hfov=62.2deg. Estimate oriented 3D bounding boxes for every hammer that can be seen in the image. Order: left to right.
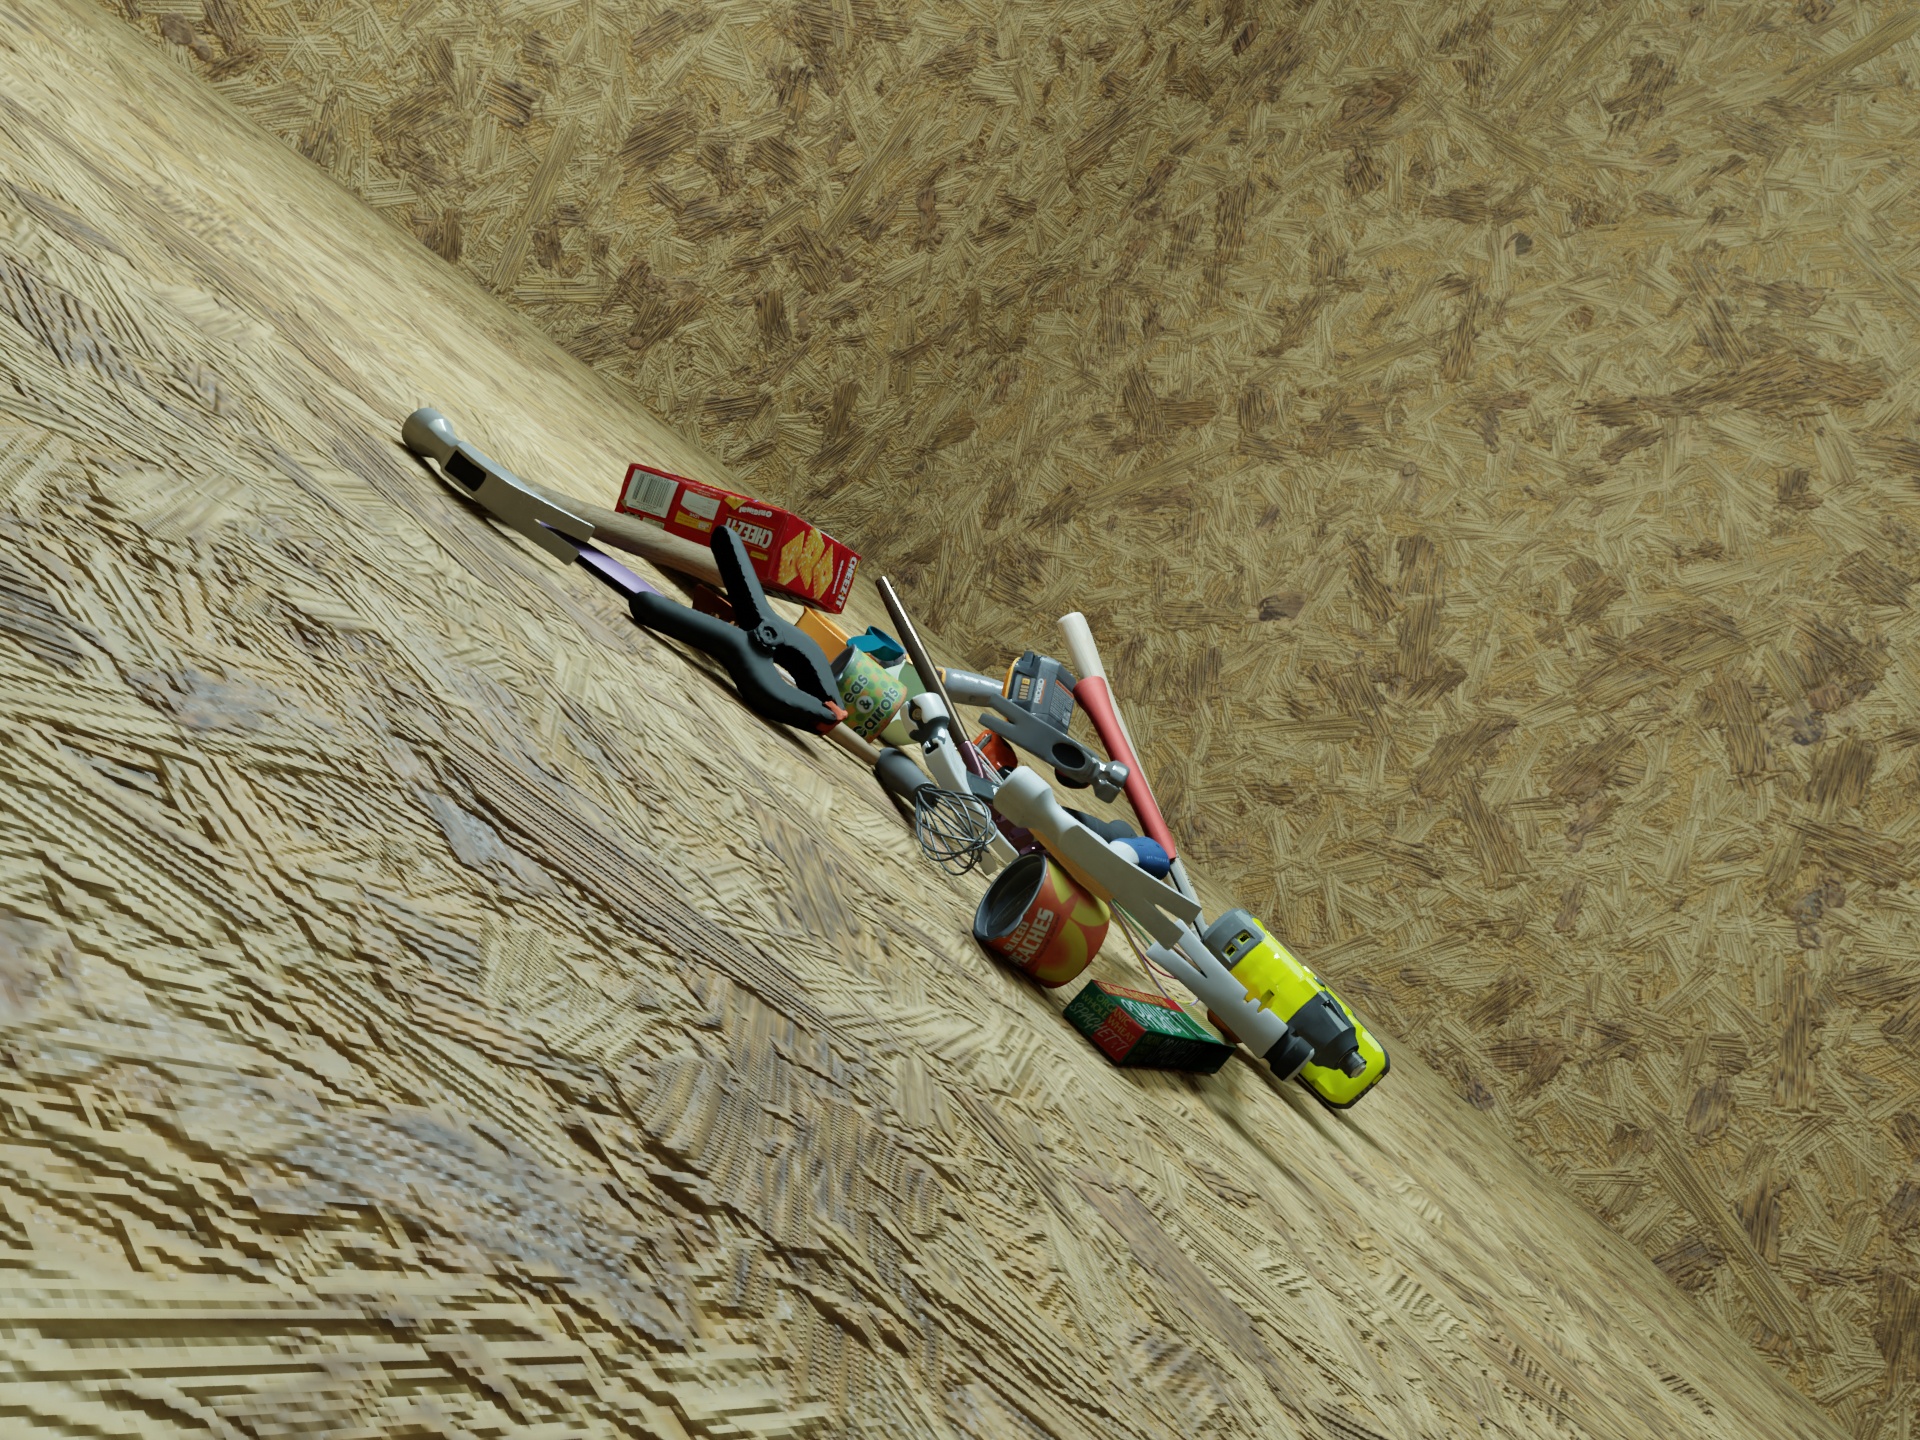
[{"bbox_3d":[-0.256,-0.141,1.169,0.130,0.031,0.331,39,9,21],"label":"hammer"},{"bbox_3d":[0.078,0.085,1.393,0.408,0.036,0.149,25,35,-61],"label":"hammer"},{"bbox_3d":[0.095,0.035,1.606,0.143,0.038,0.386,31,-1,5],"label":"hammer"},{"bbox_3d":[0.122,0.103,1.167,0.144,0.035,0.405,39,3,13],"label":"hammer"},{"bbox_3d":[0.190,0.072,1.703,0.146,0.038,0.411,31,37,-75],"label":"hammer"},{"bbox_3d":[0.190,0.099,1.577,0.149,0.036,0.359,68,0,-59],"label":"hammer"},{"bbox_3d":[0.203,0.219,1.221,0.127,0.034,0.336,44,-3,14],"label":"hammer"}]

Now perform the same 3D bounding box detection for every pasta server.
[{"bbox_3d":[-0.002,-0.005,1.462,0.316,0.040,0.060,63,18,19],"label":"pasta server"}]

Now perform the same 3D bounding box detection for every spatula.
[{"bbox_3d":[-0.185,-0.058,1.202,0.315,0.018,0.060,37,6,-20],"label":"spatula"},{"bbox_3d":[-0.191,-0.090,1.327,0.081,0.041,0.323,37,4,-12],"label":"spatula"}]

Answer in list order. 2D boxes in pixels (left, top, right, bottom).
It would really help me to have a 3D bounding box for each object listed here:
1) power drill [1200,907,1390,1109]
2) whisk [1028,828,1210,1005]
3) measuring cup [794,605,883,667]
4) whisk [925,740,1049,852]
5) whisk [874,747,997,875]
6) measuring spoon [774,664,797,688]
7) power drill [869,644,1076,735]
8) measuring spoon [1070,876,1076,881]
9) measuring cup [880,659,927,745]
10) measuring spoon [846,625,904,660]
[{"bbox_3d":[0.307,0.267,1.414,0.171,0.080,0.223,47,0,32],"label":"power drill"},{"bbox_3d":[0.135,0.153,1.310,0.244,0.047,0.051,47,21,-26],"label":"whisk"},{"bbox_3d":[-0.132,-0.068,1.533,0.095,0.052,0.174,38,3,-15],"label":"measuring cup"},{"bbox_3d":[0.065,0.097,1.512,0.246,0.057,0.059,38,40,-13],"label":"whisk"},{"bbox_3d":[-0.027,0.060,1.182,0.055,0.055,0.239,38,0,-23],"label":"whisk"},{"bbox_3d":[-0.155,-0.037,1.299,0.034,0.018,0.124,37,-2,-33],"label":"measuring spoon"},{"bbox_3d":[-0.005,-0.042,1.690,0.226,0.084,0.185,10,-7,17],"label":"power drill"},{"bbox_3d":[0.099,0.152,1.508,0.116,0.011,0.021,32,0,-37],"label":"measuring spoon"},{"bbox_3d":[-0.075,-0.006,1.450,0.167,0.038,0.083,-23,100,-64],"label":"measuring cup"},{"bbox_3d":[-0.086,-0.065,1.464,0.042,0.021,0.128,40,14,7],"label":"measuring spoon"}]
